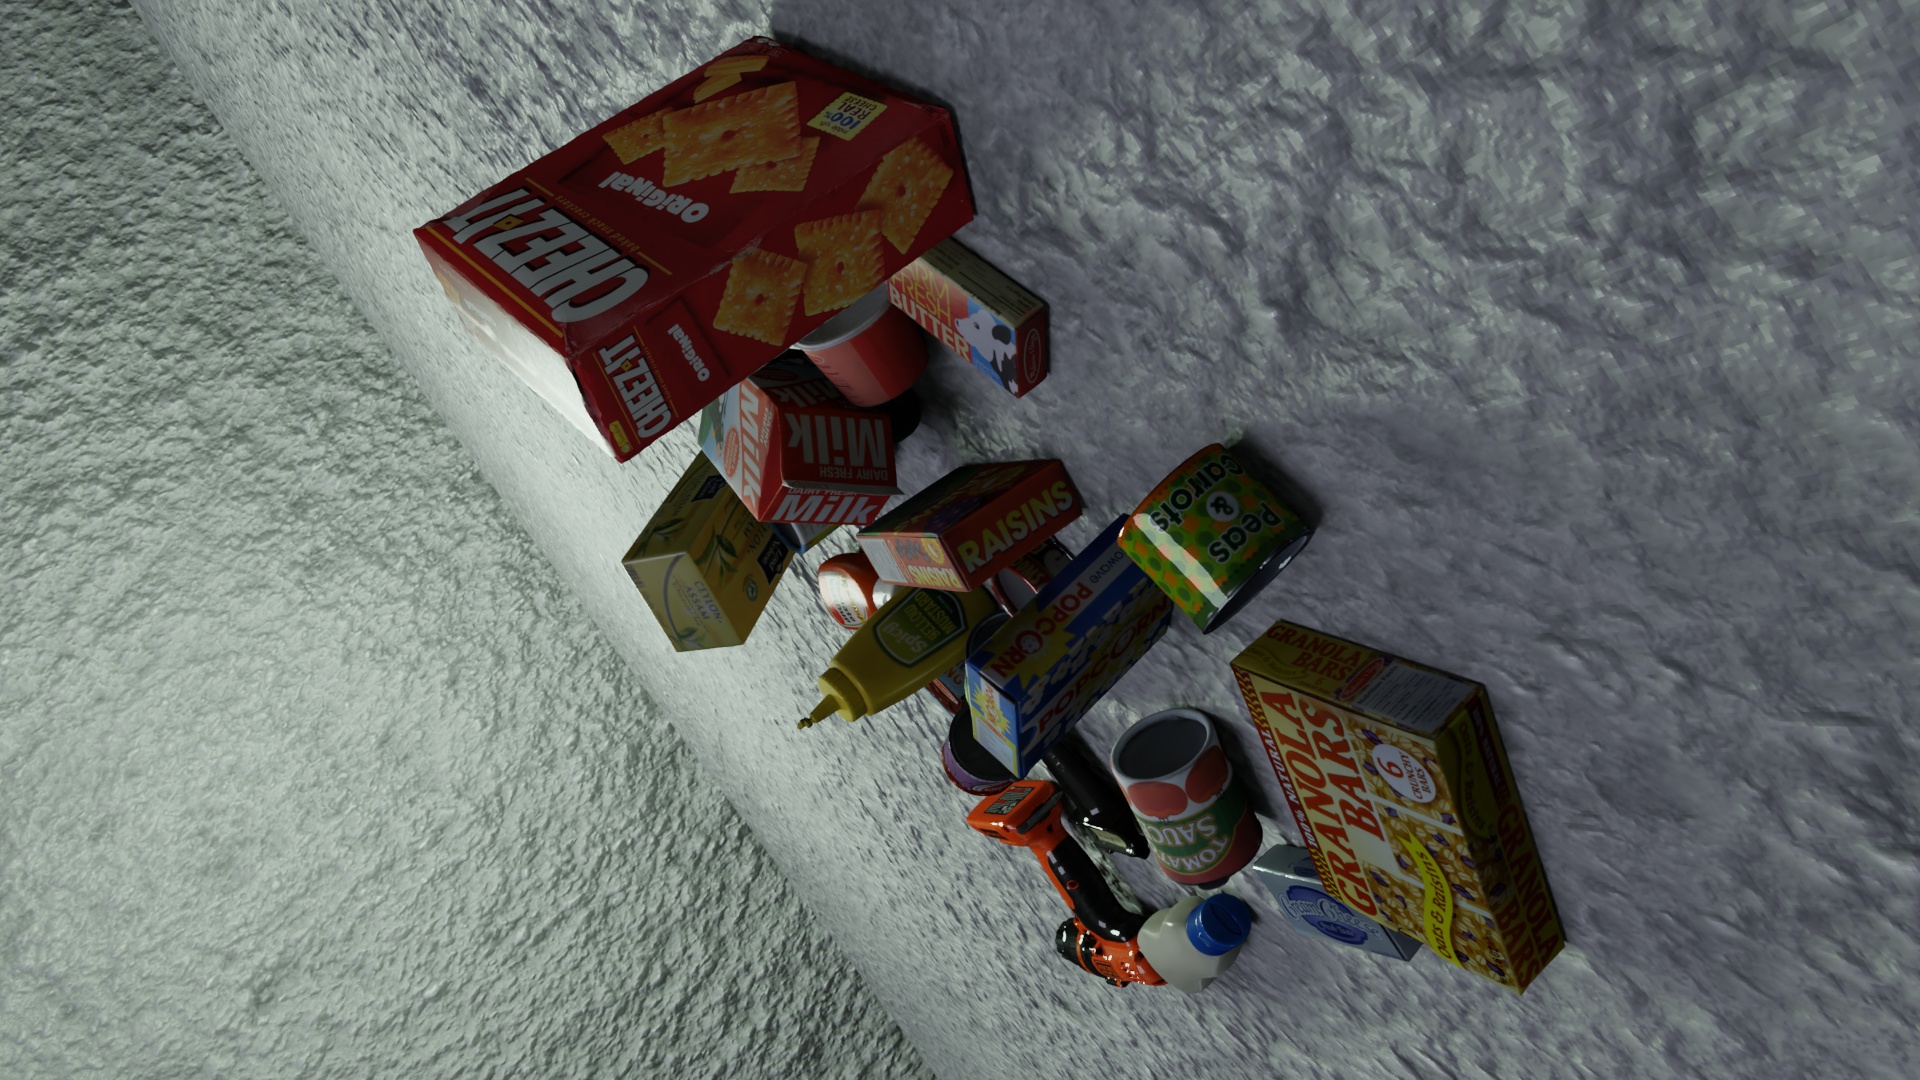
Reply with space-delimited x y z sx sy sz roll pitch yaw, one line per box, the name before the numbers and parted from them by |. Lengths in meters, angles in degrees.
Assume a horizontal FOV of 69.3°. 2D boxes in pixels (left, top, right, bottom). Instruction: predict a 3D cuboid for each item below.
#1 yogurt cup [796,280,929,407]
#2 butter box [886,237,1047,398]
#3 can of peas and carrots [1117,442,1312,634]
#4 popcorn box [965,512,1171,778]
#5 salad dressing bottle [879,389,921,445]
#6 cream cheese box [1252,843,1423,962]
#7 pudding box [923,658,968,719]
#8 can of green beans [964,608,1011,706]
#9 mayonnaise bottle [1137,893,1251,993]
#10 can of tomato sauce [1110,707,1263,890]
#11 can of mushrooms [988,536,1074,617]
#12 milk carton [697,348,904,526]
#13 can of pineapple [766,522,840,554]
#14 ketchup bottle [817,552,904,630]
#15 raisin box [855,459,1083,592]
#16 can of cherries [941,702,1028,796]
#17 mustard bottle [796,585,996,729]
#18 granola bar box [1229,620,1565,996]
yogurt cup | -0.054 -0.113 0.794 0.072 0.072 0.053 24 154 51
butter box | 0.002 -0.122 0.716 0.104 0.024 0.052 40 156 28
can of peas and carrots | 0.113 -0.002 0.617 0.059 0.071 0.070 47 159 16
popcorn box | 0.060 0.055 0.737 0.038 0.127 0.084 37 155 25
salad dressing bottle | -0.068 -0.070 0.924 0.064 0.044 0.147 59 157 -5
cream cheese box | 0.216 0.207 0.798 0.053 0.024 0.103 56 159 -8
pudding box | -0.019 0.101 1.116 0.084 0.030 0.049 45 157 19
can of green beans | 0.036 0.087 0.926 0.071 0.071 0.057 44 158 21
mayonnaise bottle | 0.172 0.288 1.004 0.065 0.041 0.147 45 157 14
can of tomato sauce | 0.133 0.152 0.822 0.071 0.071 0.083 16 139 57
can of mushrooms | 0.049 0.028 0.850 0.071 0.033 0.070 44 159 23
milk carton | -0.100 -0.061 0.849 0.191 0.072 0.073 42 125 56
can of pineapple | -0.120 -0.032 1.073 0.071 0.058 0.070 43 158 23
ketchup bottle | -0.066 0.041 1.098 0.148 0.044 0.064 -2 112 64
raisin box | 0.003 -0.010 0.808 0.040 0.086 0.123 63 158 -13
can of cherries | 0.022 0.163 1.078 0.071 0.072 0.058 48 159 12
mustard bottle | -0.048 0.081 0.961 0.065 0.161 0.048 45 157 15
granola bar box | 0.207 0.126 0.665 0.124 0.039 0.165 19 142 56
